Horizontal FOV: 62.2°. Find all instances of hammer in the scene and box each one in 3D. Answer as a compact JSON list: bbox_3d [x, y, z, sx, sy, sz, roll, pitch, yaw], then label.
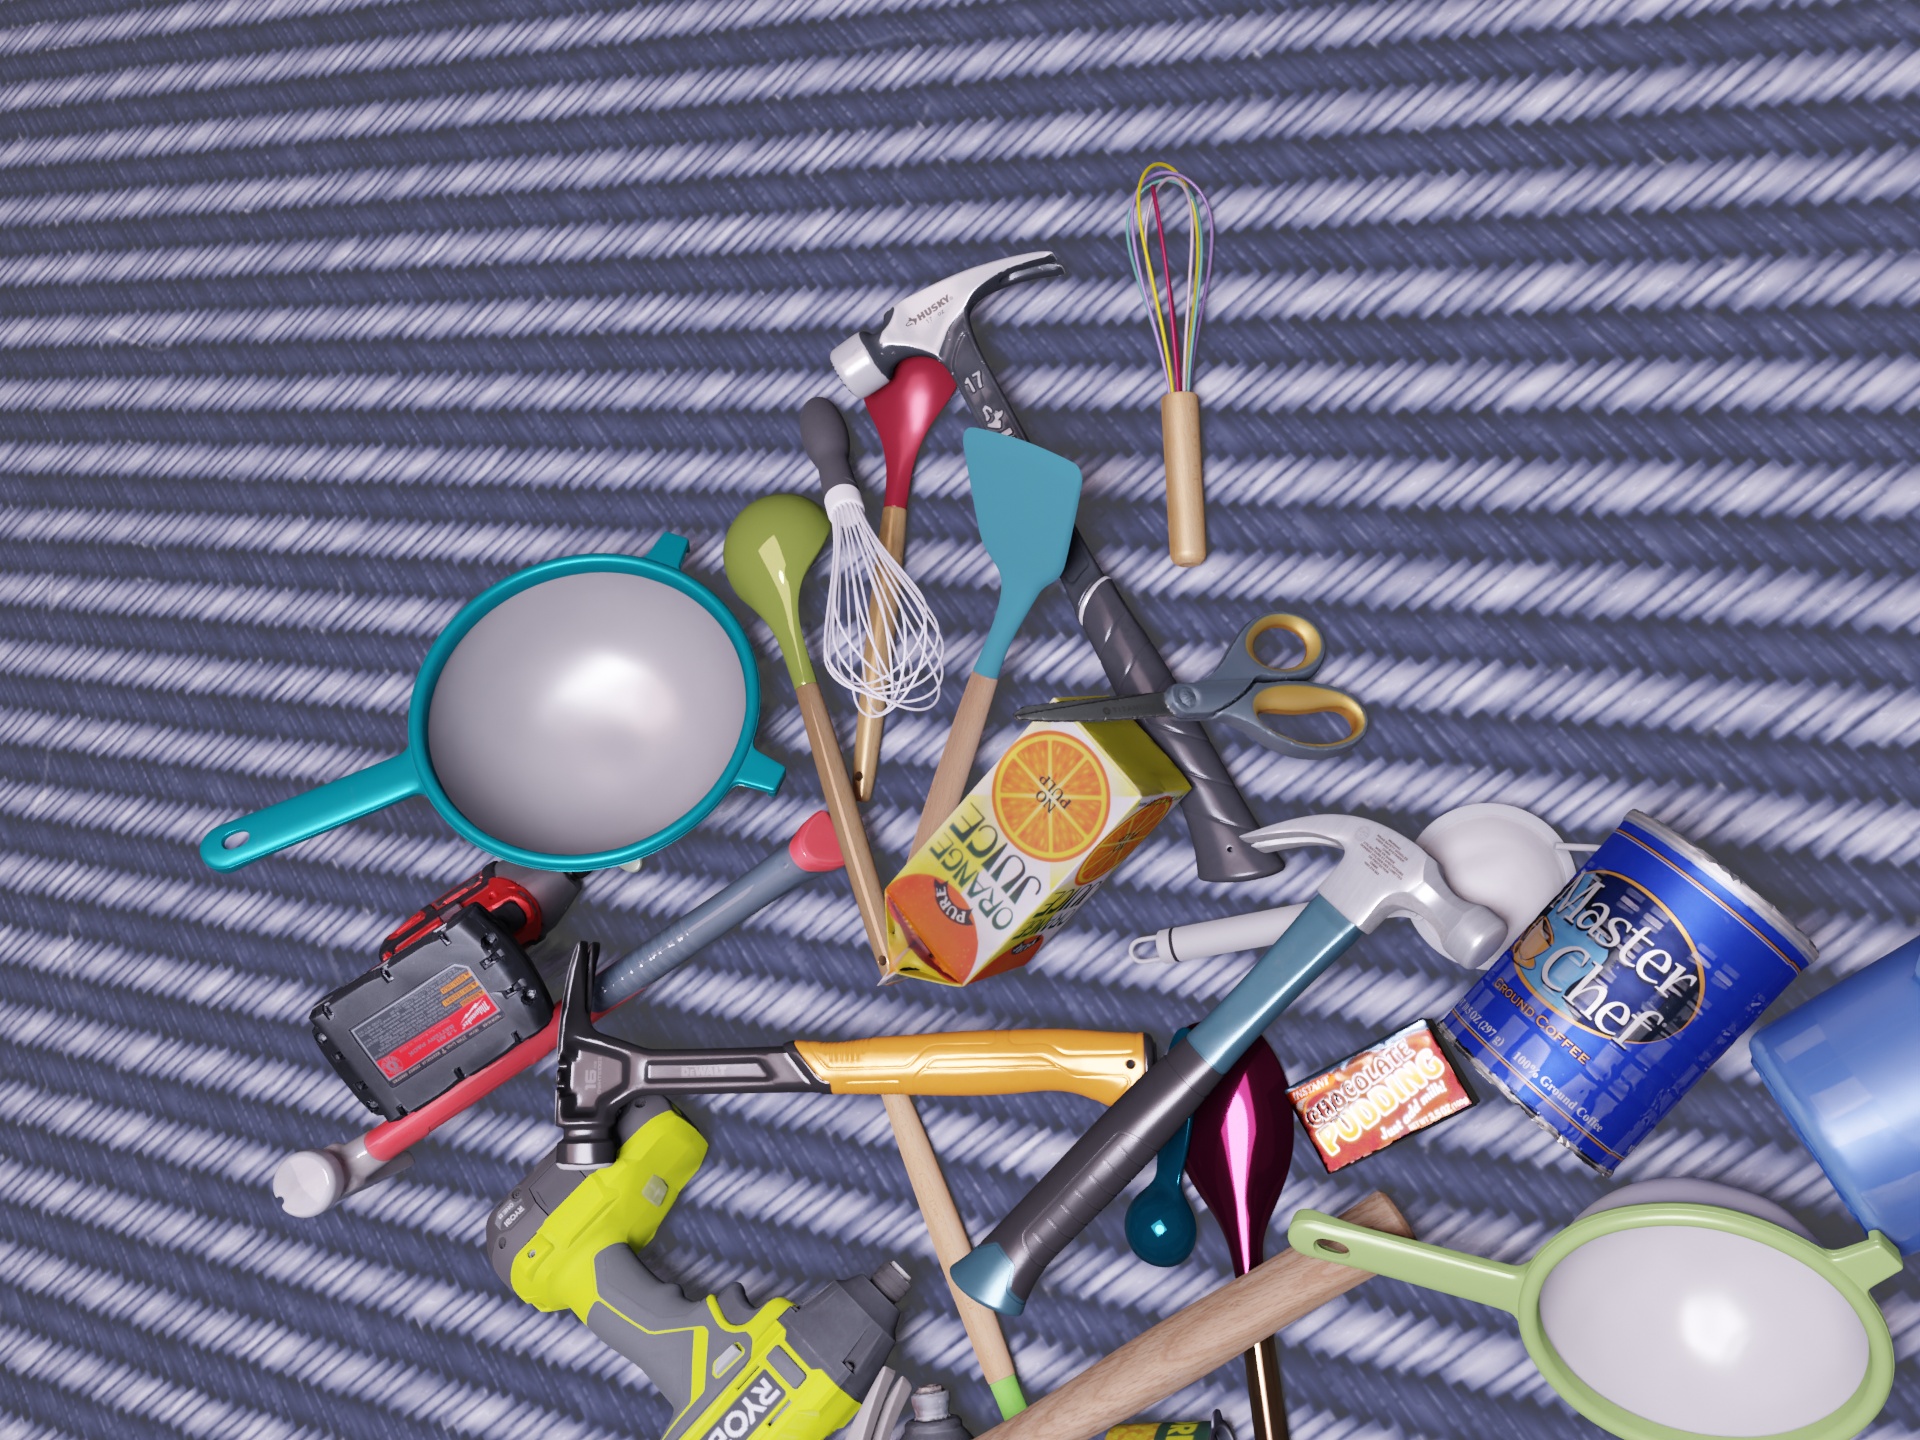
[{"bbox_3d":[0.073,-0.088,0.914,0.149,0.036,0.409,-31,75,13],"label":"hammer"},{"bbox_3d":[-0.060,0.184,0.885,0.337,0.034,0.127,-2,79,6],"label":"hammer"},{"bbox_3d":[0.079,0.333,0.800,0.331,0.031,0.130,-31,44,1],"label":"hammer"},{"bbox_3d":[-0.231,0.177,0.985,0.386,0.143,0.038,-34,83,1],"label":"hammer"},{"bbox_3d":[0.116,0.182,0.812,0.331,0.033,0.128,-48,55,7],"label":"hammer"}]

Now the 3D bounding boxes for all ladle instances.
[{"bbox_3d":[-0.079,0.005,0.965,0.078,0.062,0.320,-26,72,26],"label":"ladle"},{"bbox_3d":[-0.044,-0.106,0.991,0.069,0.031,0.315,3,82,24],"label":"ladle"}]

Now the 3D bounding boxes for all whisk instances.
[{"bbox_3d":[0.123,-0.210,0.931,0.051,0.047,0.245,-5,81,21],"label":"whisk"},{"bbox_3d":[-0.062,-0.107,0.941,0.070,0.070,0.285,-31,45,15],"label":"whisk"}]

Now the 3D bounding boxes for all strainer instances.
[{"bbox_3d":[-0.284,0.031,0.984,0.340,0.095,0.211,-22,67,-9],"label":"strainer"},{"bbox_3d":[0.287,0.253,0.743,0.256,0.069,0.151,8,120,22],"label":"strainer"},{"bbox_3d":[0.209,0.102,0.835,0.258,0.050,0.087,-15,89,23],"label":"strainer"}]

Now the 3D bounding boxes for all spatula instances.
[{"bbox_3d":[-0.001,-0.003,0.904,0.082,0.044,0.317,26,105,32],"label":"spatula"}]

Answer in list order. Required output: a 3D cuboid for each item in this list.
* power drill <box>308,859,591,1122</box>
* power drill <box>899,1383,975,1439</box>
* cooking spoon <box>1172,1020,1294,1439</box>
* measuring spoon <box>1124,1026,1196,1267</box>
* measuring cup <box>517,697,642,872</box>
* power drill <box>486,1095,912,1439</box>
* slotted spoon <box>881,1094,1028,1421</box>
[{"bbox_3d":[-0.292,0.140,0.951,0.143,0.220,0.078,-33,102,-1],"label":"power drill"},{"bbox_3d":[-0.084,0.455,0.867,0.226,0.084,0.164,-10,73,17],"label":"power drill"},{"bbox_3d":[0.154,0.316,0.825,0.069,0.017,0.319,-12,74,21],"label":"cooking spoon"},{"bbox_3d":[0.108,0.228,0.850,0.042,0.021,0.128,6,88,39],"label":"measuring spoon"},{"bbox_3d":[-0.268,0.042,1.047,0.168,0.038,0.083,42,97,26],"label":"measuring cup"},{"bbox_3d":[-0.147,0.318,0.890,0.223,0.080,0.171,35,72,33],"label":"power drill"},{"bbox_3d":[0.015,0.336,0.876,0.070,0.031,0.314,-36,65,28],"label":"slotted spoon"}]
